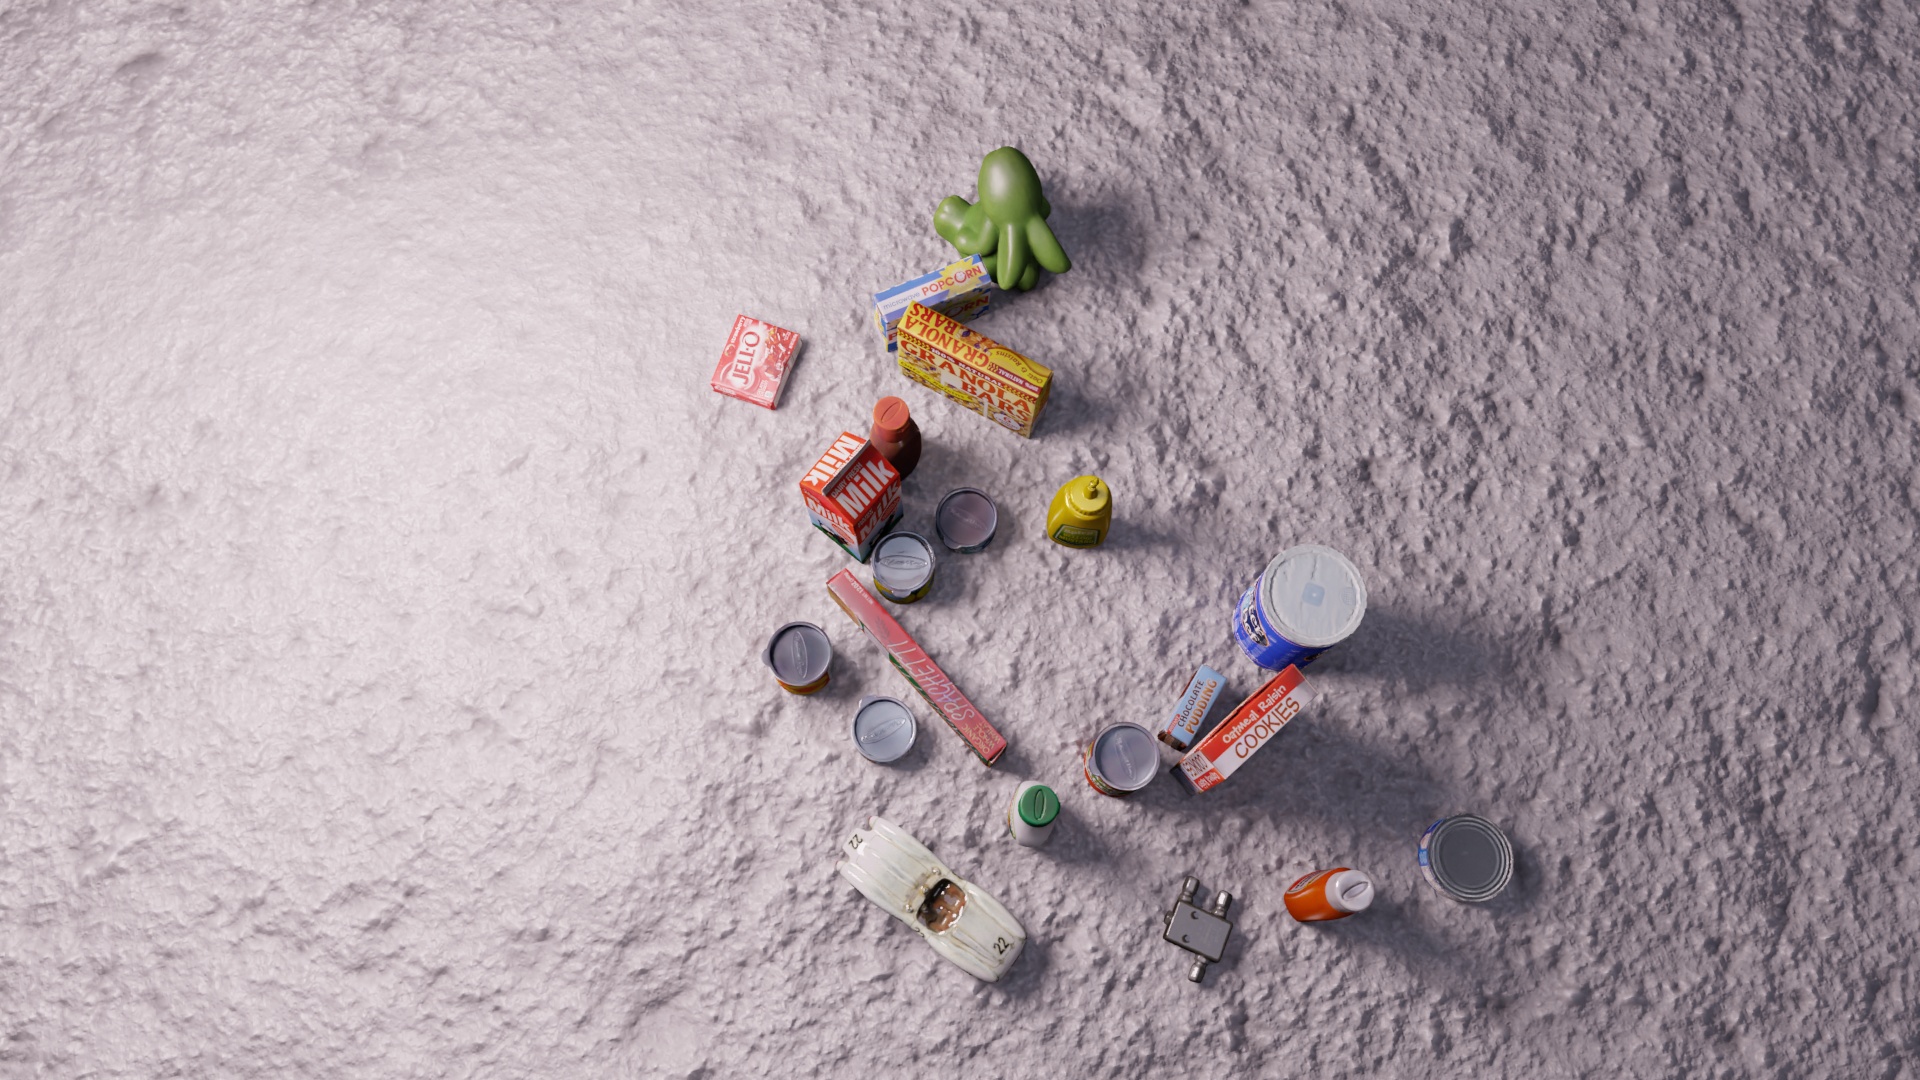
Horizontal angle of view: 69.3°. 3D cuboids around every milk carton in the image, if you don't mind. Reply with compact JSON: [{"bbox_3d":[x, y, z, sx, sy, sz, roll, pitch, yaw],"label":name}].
[{"bbox_3d":[-0.109,-0.046,1.395,0.073,0.190,0.072,38,77,9],"label":"milk carton"}]

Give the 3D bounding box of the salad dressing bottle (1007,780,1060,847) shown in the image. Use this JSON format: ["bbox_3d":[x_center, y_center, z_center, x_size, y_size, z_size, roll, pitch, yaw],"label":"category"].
[{"bbox_3d":[0.071,0.259,1.331,0.044,0.147,0.064,7,74,1],"label":"salad dressing bottle"}]

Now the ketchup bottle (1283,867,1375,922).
[{"bbox_3d":[0.354,0.335,1.315,0.065,0.148,0.043,-26,76,-8],"label":"ketchup bottle"}]

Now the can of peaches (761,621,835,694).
[{"bbox_3d":[-0.164,0.120,1.413,0.071,0.058,0.071,0,74,-1],"label":"can of peaches"}]

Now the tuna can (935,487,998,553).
[{"bbox_3d":[0.005,-0.018,1.472,0.071,0.032,0.071,0,74,-1],"label":"tuna can"}]

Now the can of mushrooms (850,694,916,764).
[{"bbox_3d":[-0.078,0.191,1.407,0.071,0.033,0.071,0,74,-1],"label":"can of mushrooms"}]

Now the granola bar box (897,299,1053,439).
[{"bbox_3d":[0.013,-0.178,1.472,0.166,0.124,0.039,28,75,7],"label":"granola bar box"}]

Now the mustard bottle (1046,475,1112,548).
[{"bbox_3d":[0.124,-0.033,1.413,0.065,0.159,0.049,8,74,1],"label":"mustard bottle"}]

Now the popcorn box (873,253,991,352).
[{"bbox_3d":[-0.031,-0.258,1.515,0.127,0.085,0.038,-23,76,-8],"label":"popcorn box"}]

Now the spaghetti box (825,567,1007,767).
[{"bbox_3d":[-0.045,0.130,1.417,0.029,0.050,0.250,-41,79,-12],"label":"spaghetti box"}]

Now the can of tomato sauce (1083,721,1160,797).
[{"bbox_3d":[0.157,0.220,1.378,0.071,0.083,0.071,0,74,-1],"label":"can of tomato sauce"}]

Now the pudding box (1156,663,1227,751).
[{"bbox_3d":[0.235,0.170,1.413,0.030,0.049,0.084,31,75,7],"label":"pudding box"}]

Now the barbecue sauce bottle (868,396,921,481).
[{"bbox_3d":[-0.069,-0.105,1.435,0.044,0.148,0.065,40,77,9],"label":"barbecue sauce bottle"}]

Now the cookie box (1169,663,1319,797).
[{"bbox_3d":[0.271,0.186,1.347,0.123,0.167,0.040,-40,79,-12],"label":"cookie box"}]

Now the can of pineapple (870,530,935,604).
[{"bbox_3d":[-0.060,0.030,1.442,0.071,0.057,0.071,0,74,-1],"label":"can of pineapple"}]
